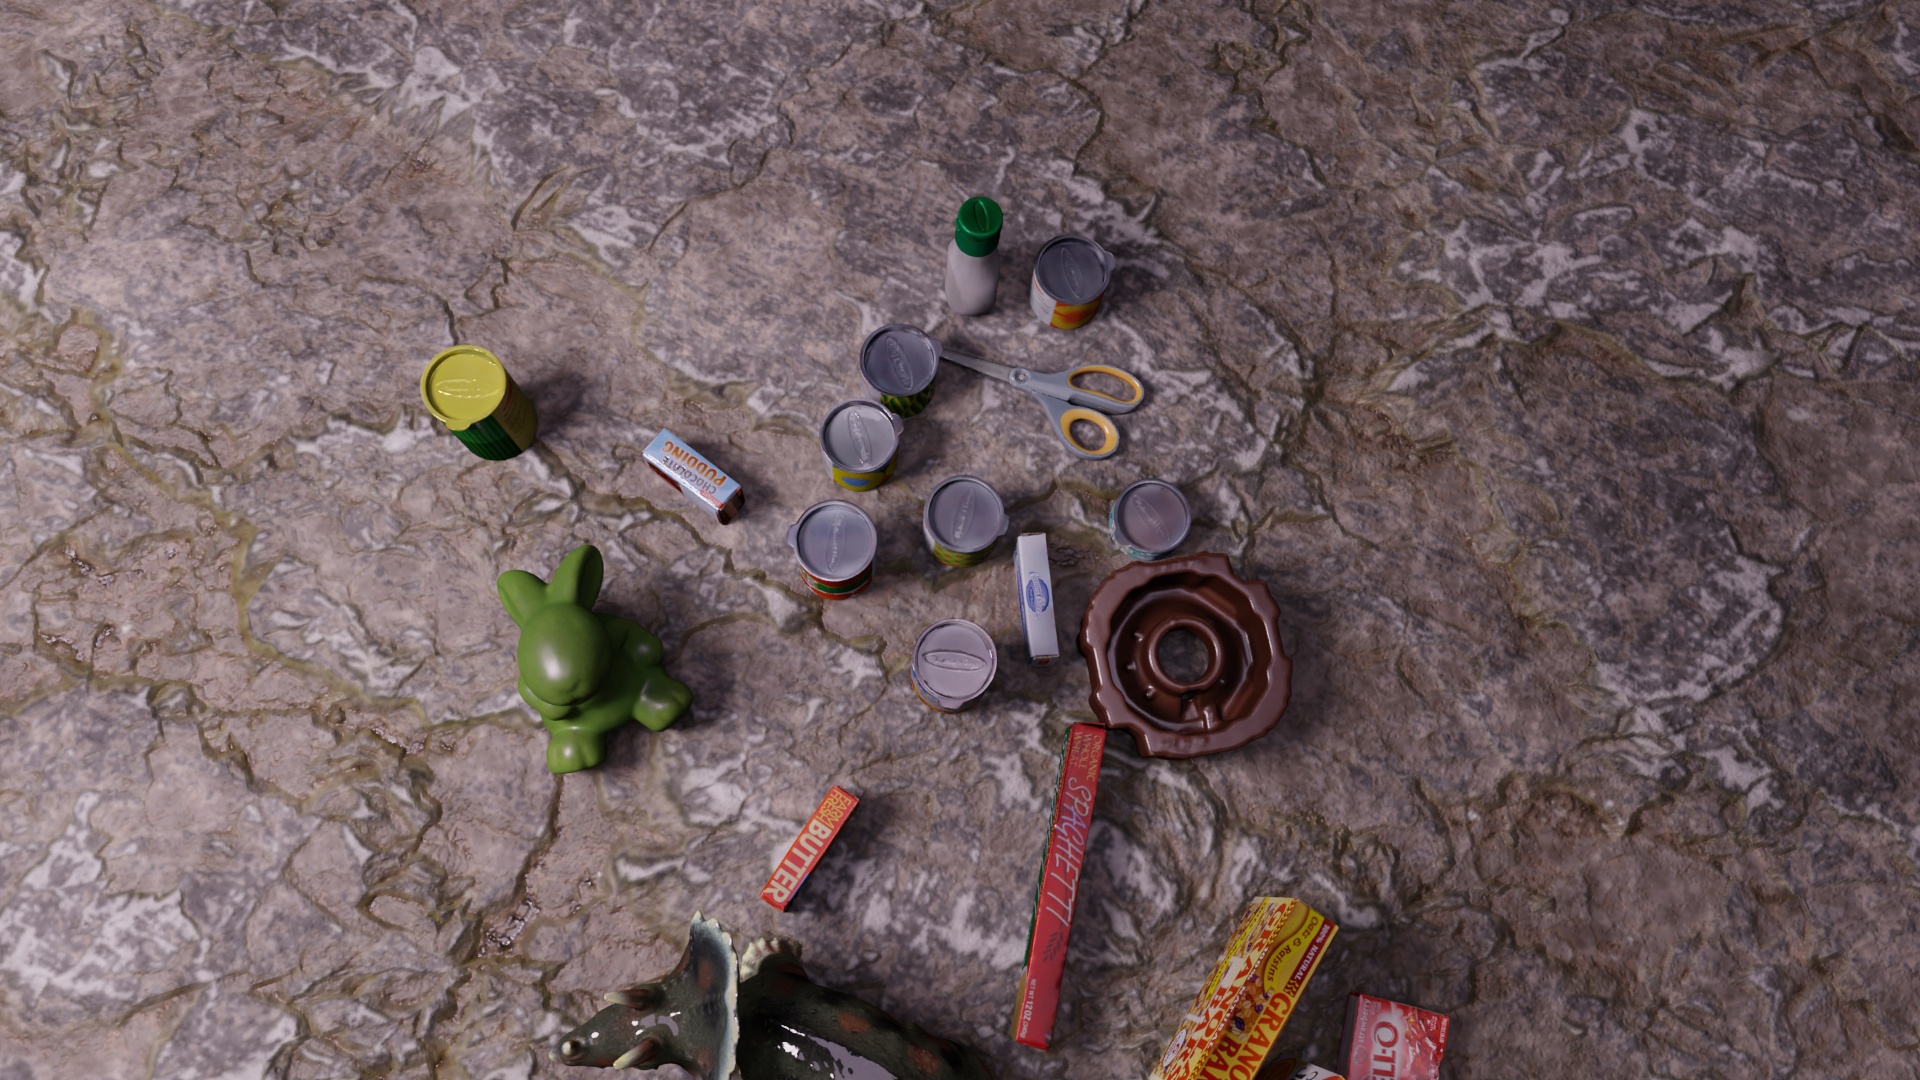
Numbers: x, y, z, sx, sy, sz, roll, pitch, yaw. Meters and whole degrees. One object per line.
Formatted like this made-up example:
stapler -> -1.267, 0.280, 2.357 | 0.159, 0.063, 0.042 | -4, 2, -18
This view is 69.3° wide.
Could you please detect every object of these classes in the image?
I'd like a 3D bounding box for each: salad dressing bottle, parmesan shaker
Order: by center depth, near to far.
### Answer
parmesan shaker -> -0.391, -0.107, 1.133 | 0.071, 0.103, 0.071 | 1, 76, -3
salad dressing bottle -> 0.012, -0.238, 1.168 | 0.044, 0.147, 0.064 | -11, 77, -6

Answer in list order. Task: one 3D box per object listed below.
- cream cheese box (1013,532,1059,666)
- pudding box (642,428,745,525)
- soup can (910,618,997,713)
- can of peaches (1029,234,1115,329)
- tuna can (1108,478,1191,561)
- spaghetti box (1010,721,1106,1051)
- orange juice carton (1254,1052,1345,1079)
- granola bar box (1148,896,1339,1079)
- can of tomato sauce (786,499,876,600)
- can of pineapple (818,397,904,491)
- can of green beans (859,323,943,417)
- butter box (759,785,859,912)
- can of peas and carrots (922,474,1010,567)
cream cheese box -> 0.062, 0.050, 1.144 | 0.024, 0.053, 0.104 | -5, 76, -4
pudding box -> -0.222, -0.053, 1.156 | 0.084, 0.049, 0.030 | 37, 77, 6
soup can -> -0.007, 0.104, 1.110 | 0.071, 0.083, 0.071 | 1, 76, -3
can of peaches -> 0.097, -0.226, 1.216 | 0.071, 0.058, 0.071 | 1, 76, -3
tuna can -> 0.158, -0.016, 1.177 | 0.071, 0.032, 0.071 | 1, 75, -3
spaghetti box -> 0.077, 0.266, 1.089 | 0.029, 0.050, 0.250 | 12, 75, 0
orange juice carton -> 0.251, 0.425, 0.984 | 0.072, 0.192, 0.073 | -37, 81, -11
granola bar box -> 0.210, 0.348, 1.037 | 0.039, 0.124, 0.166 | 34, 76, 5
can of tomato sauce -> -0.103, 0.010, 1.129 | 0.071, 0.083, 0.071 | 1, 76, -3
can of pineapple -> -0.083, -0.080, 1.167 | 0.071, 0.057, 0.071 | 1, 76, -3
can of green beans -> -0.053, -0.144, 1.185 | 0.071, 0.057, 0.071 | 1, 76, -3
butter box -> -0.117, 0.240, 1.083 | 0.024, 0.053, 0.104 | 33, 76, 5
can of peas and carrots -> 0.004, -0.014, 1.154 | 0.071, 0.058, 0.071 | 1, 76, -3
